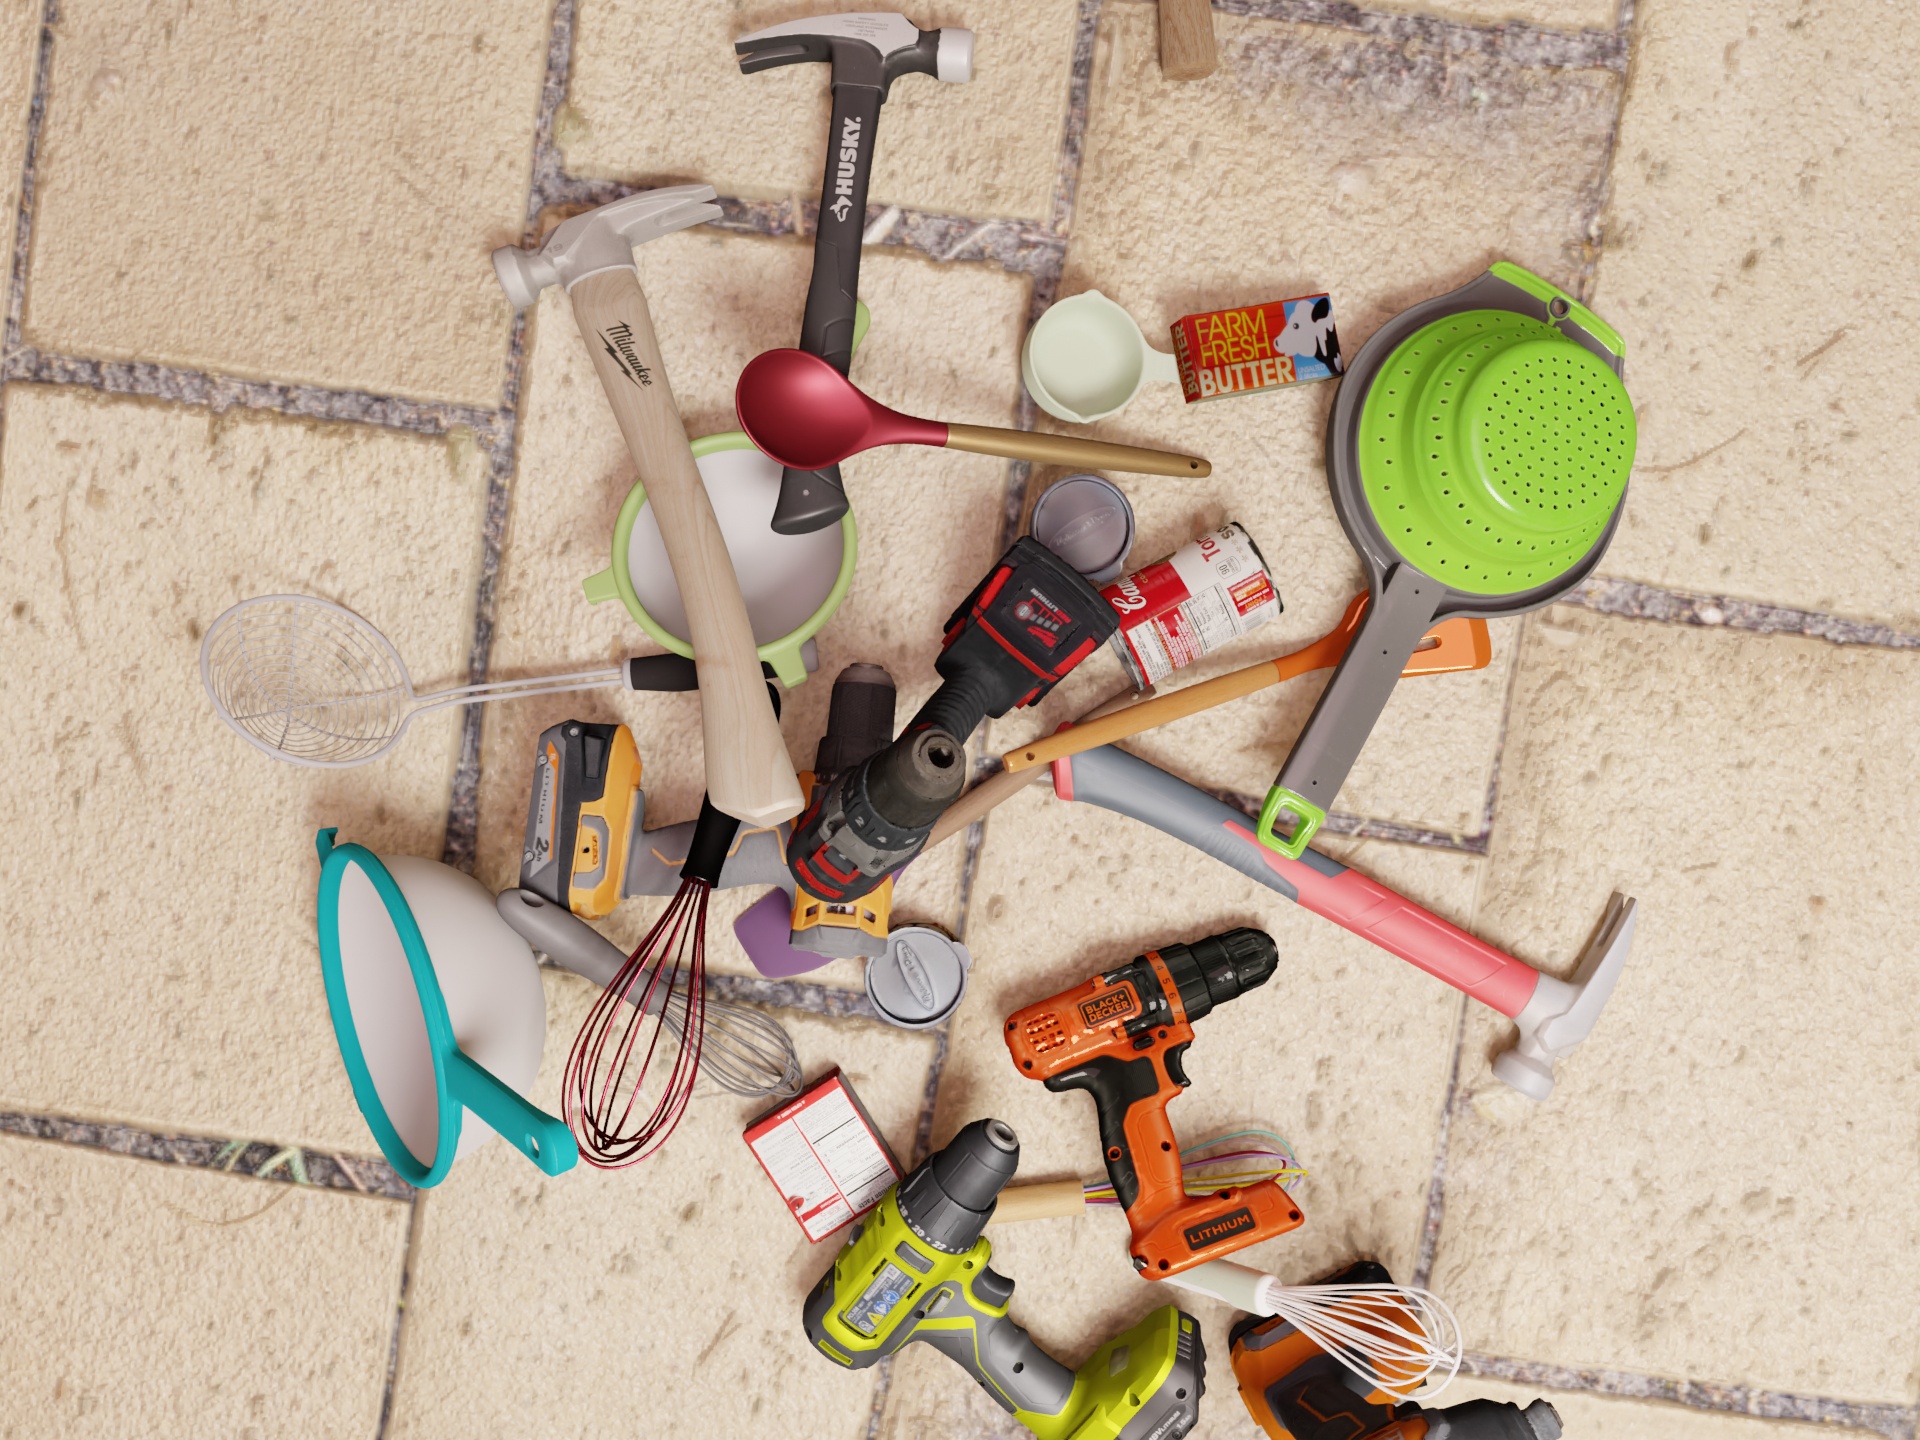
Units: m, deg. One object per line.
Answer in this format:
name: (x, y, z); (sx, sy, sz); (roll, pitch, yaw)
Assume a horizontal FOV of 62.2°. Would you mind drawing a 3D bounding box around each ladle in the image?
ladle: (0.014, -0.170, 0.954); (0.315, 0.031, 0.069); (4, 87, -23)

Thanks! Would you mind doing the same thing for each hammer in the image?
hammer: (0.234, 0.090, 1.003); (0.386, 0.038, 0.143); (28, 91, -3)
hammer: (-0.159, -0.134, 0.946); (0.146, 0.038, 0.411); (-20, 73, 0)
hammer: (0.126, -0.568, 0.986); (0.130, 0.031, 0.331); (-5, 93, 1)
hammer: (-0.082, -0.275, 0.970); (0.146, 0.035, 0.335); (6, 80, 2)

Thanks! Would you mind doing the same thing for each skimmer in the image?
skimmer: (-0.273, -0.039, 0.991); (0.363, 0.090, 0.127); (-7, 54, -2)

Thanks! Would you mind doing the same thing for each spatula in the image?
spatula: (-0.006, 0.067, 1.026); (0.316, 0.018, 0.060); (-35, 83, 3)
spatula: (0.177, -0.024, 0.986); (0.322, 0.041, 0.081); (-19, 93, -15)

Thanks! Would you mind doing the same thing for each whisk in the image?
whisk: (0.101, 0.302, 1.025); (0.245, 0.047, 0.051); (-8, 94, 5)
whisk: (-0.187, 0.168, 0.979); (0.238, 0.055, 0.055); (40, 93, -27)
whisk: (0.190, 0.346, 0.948); (0.057, 0.246, 0.059); (31, 70, -34)
whisk: (-0.158, 0.111, 0.919); (0.073, 0.073, 0.296); (17, 72, 0)

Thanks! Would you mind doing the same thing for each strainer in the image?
strainer: (-0.115, -0.145, 1.005); (0.151, 0.069, 0.256); (22, 76, 8)
strainer: (-0.273, 0.179, 0.926); (0.095, 0.341, 0.211); (-13, 107, -37)

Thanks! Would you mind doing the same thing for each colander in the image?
colander: (0.292, -0.093, 0.947); (0.204, 0.094, 0.397); (30, 86, -9)

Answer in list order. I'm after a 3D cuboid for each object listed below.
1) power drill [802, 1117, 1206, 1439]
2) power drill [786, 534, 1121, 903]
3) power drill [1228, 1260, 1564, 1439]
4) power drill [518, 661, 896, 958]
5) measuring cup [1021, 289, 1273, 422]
power drill: (0.038, 0.369, 0.994); (0.228, 0.080, 0.190); (36, 109, -2)
power drill: (-0.001, -0.003, 0.906); (0.080, 0.188, 0.227); (41, 59, -3)
power drill: (0.248, 0.405, 0.933); (0.164, 0.226, 0.084); (-28, 92, 2)
power drill: (-0.147, 0.048, 0.996); (0.226, 0.084, 0.185); (6, 81, -1)
measuring cup: (0.118, -0.221, 1.007); (0.167, 0.038, 0.083); (4, 89, -16)
